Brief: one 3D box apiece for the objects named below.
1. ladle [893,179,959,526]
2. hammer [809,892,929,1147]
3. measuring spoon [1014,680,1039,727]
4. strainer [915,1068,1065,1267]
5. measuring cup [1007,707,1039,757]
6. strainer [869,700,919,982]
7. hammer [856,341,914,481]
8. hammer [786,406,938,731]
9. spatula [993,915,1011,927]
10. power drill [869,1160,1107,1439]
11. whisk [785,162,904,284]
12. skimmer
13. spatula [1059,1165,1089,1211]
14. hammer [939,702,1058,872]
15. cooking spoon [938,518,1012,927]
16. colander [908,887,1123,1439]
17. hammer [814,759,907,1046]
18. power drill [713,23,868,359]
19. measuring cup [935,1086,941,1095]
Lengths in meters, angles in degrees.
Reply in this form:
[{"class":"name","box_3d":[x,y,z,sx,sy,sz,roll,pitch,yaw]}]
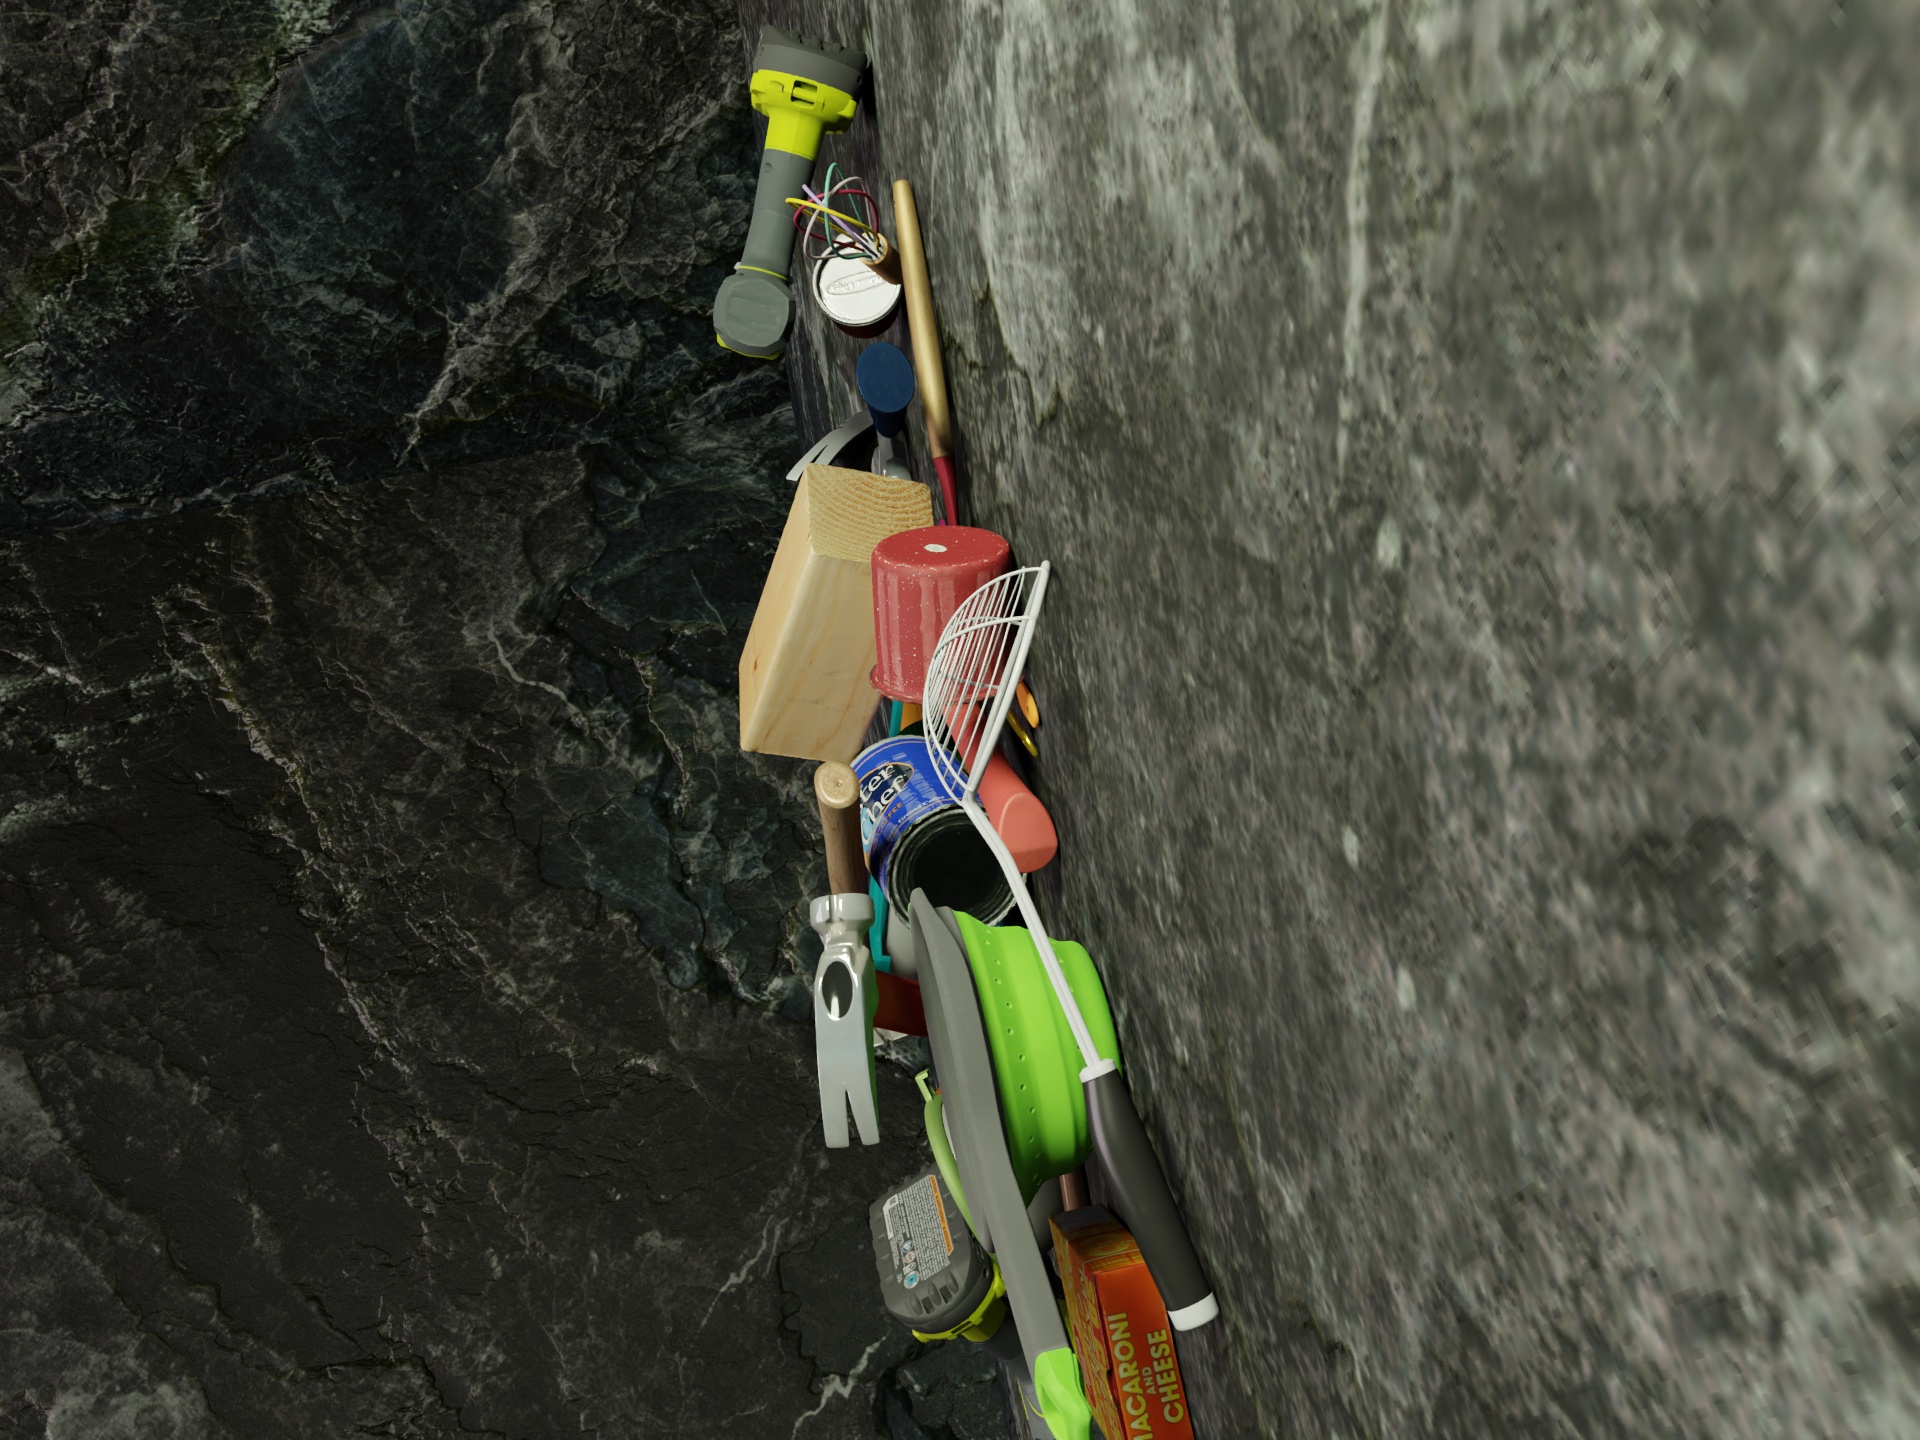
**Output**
[{"class":"ladle","box_3d":[-0.014,-0.196,1.033,0.069,0.031,0.315,146,115,-86]},{"class":"hammer","box_3d":[-0.023,0.213,1.083,0.386,0.038,0.143,44,-140,-70]},{"class":"measuring spoon","box_3d":[0.032,-0.017,0.975,0.117,0.011,0.021,-118,19,-71]},{"class":"strainer","box_3d":[0.053,0.360,1.136,0.151,0.069,0.257,54,-174,-36]},{"class":"measuring cup","box_3d":[0.002,-0.025,0.997,0.157,0.029,0.062,57,177,38]},{"class":"strainer","box_3d":[-0.025,0.077,1.390,0.211,0.095,0.340,107,169,-73]},{"class":"hammer","box_3d":[-0.050,-0.209,1.141,0.405,0.035,0.144,-115,15,-86]},{"class":"hammer","box_3d":[-0.071,-0.110,1.438,0.127,0.034,0.336,-46,-43,-39]},{"class":"spatula","box_3d":[0.027,0.188,1.112,0.318,0.044,0.082,-110,3,-64]},{"class":"power drill","box_3d":[0.027,0.439,1.219,0.228,0.080,0.191,52,-171,-30]},{"class":"whisk","box_3d":[-0.064,-0.306,1.011,0.245,0.047,0.051,-44,-55,-79]},{"class":"skimmer","box_3d":[0.069,0.100,0.768,0.127,0.090,0.363,111,138,-74]},{"class":"spatula","box_3d":[0.075,0.303,1.109,0.060,0.018,0.316,180,80,-85]},{"class":"hammer","box_3d":[-0.002,-0.003,1.095,0.359,0.036,0.149,-115,20,-56]},{"class":"cooking spoon","box_3d":[0.009,0.007,1.202,0.069,0.017,0.319,-144,44,-81]},{"class":"colander","box_3d":[0.050,0.215,0.824,0.397,0.094,0.204,-116,16,-67]},{"class":"hammer","box_3d":[-0.076,0.131,1.122,0.331,0.031,0.130,91,157,-57]},{"class":"power drill","box_3d":[-0.135,-0.383,1.186,0.171,0.080,0.223,-122,46,-76]},{"class":"measuring cup","box_3d":[0.042,0.358,1.311,0.173,0.095,0.052,61,175,-28]}]
